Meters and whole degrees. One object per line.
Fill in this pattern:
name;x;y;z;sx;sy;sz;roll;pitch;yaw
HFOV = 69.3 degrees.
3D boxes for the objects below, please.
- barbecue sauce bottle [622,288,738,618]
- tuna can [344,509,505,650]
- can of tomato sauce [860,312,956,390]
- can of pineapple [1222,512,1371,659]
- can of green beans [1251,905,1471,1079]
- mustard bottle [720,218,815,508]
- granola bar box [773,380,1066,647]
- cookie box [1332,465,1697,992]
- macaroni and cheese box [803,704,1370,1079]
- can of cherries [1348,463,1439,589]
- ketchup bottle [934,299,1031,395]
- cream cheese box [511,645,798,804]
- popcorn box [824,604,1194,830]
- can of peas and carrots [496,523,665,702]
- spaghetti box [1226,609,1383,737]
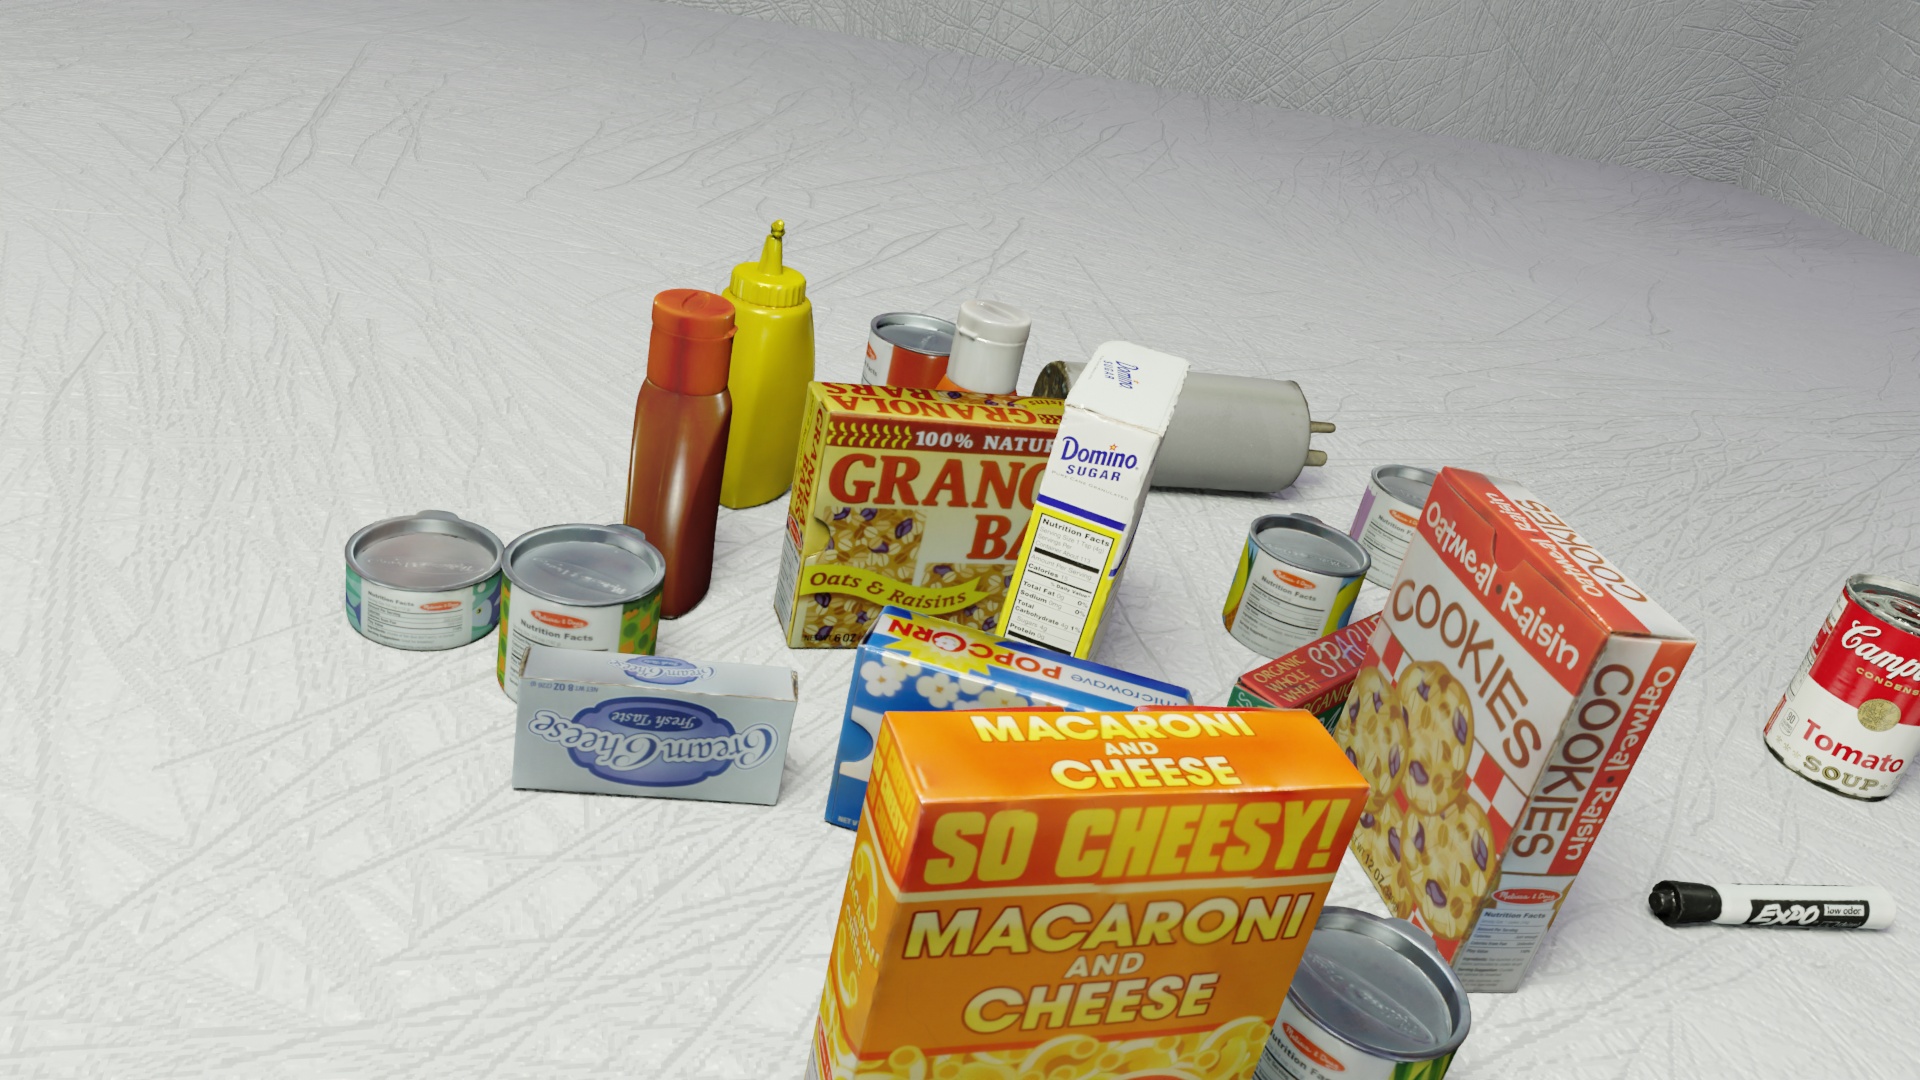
barbecue sauce bottle;-0.131;-0.041;0.644;0.044;0.147;0.065;13;27;0
tuna can;-0.236;0.017;0.615;0.071;0.032;0.071;10;27;-5
can of tomato sauce;-0.027;-0.089;0.851;0.071;0.082;0.071;10;27;-5
can of pineapple;0.181;0.025;0.751;0.071;0.057;0.071;10;27;-5
can of green beans;0.127;0.166;0.461;0.071;0.057;0.071;10;27;-5
mustard bottle;-0.108;-0.097;0.749;0.049;0.159;0.065;28;30;27
granola bar box;0.002;-0.008;0.666;0.166;0.123;0.039;2;29;-21
cookie box;0.205;0.073;0.552;0.040;0.166;0.123;5;28;-15
macaroni and cheese box;0.026;0.122;0.382;0.124;0.165;0.040;2;29;-20
can of cherries;0.277;-0.008;0.855;0.071;0.058;0.072;10;27;-5
ketchup bottle;0.003;-0.049;0.716;0.065;0.148;0.044;32;33;33
cream cheese box;-0.118;0.072;0.538;0.104;0.053;0.024;6;28;-13
popcorn box;0.018;0.084;0.540;0.127;0.084;0.038;15;27;5
can of peas and carrots;-0.160;0.032;0.590;0.071;0.058;0.071;10;27;-5
spaghetti box;0.212;0.063;0.701;0.251;0.050;0.029;-16;39;-43
